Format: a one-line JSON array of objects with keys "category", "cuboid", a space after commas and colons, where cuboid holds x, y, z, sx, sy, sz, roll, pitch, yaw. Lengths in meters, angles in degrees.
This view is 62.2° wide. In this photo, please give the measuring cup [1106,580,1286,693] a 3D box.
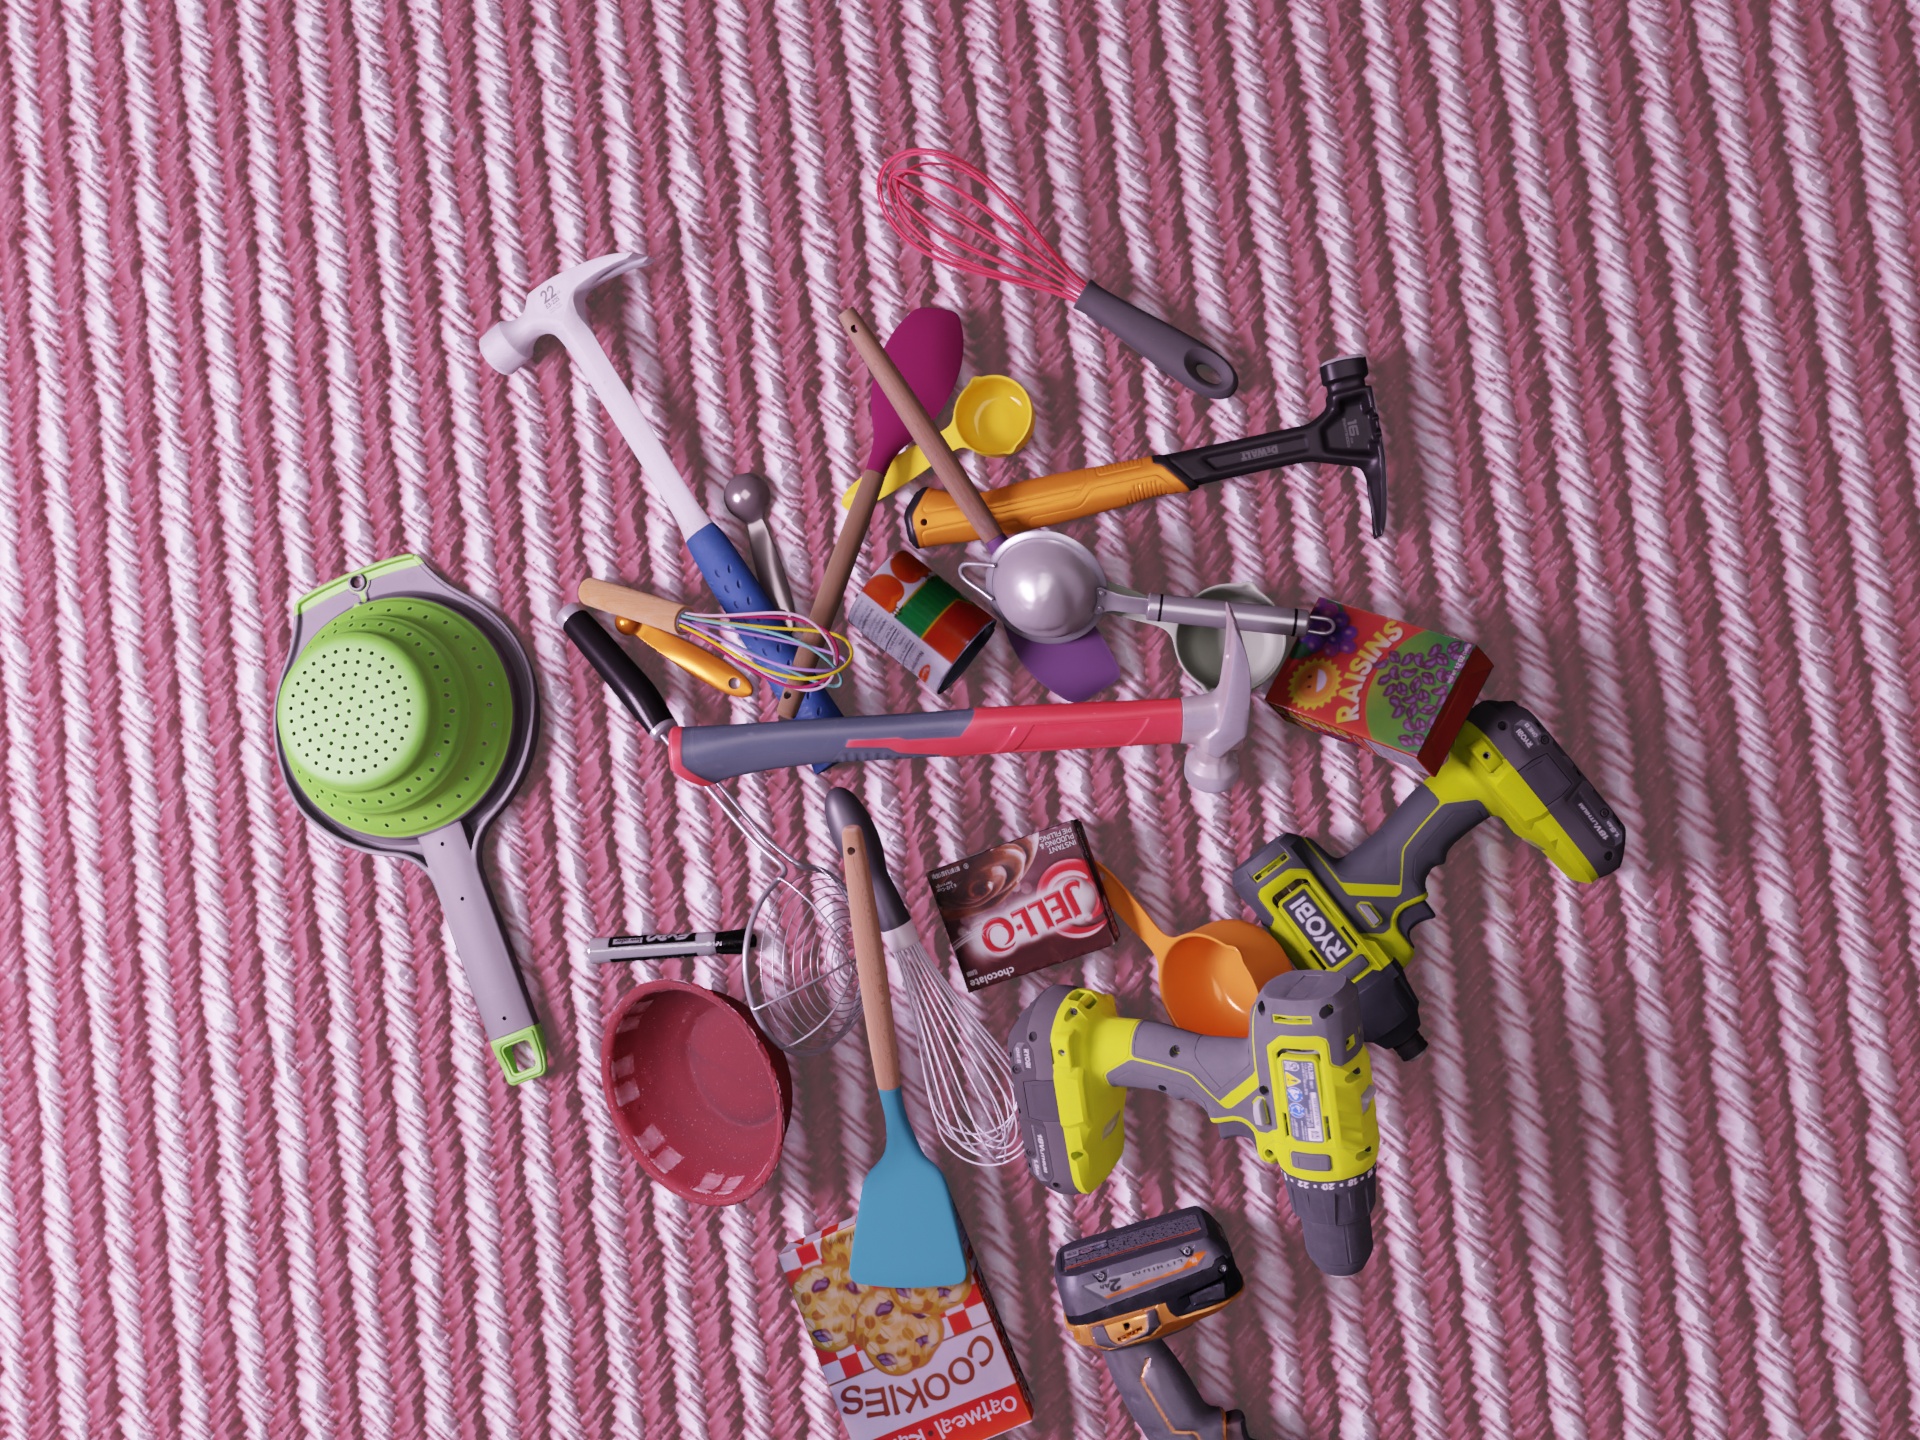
[{"category": "measuring cup", "cuboid": [0.146, -0.070, 1.115, 0.167, 0.038, 0.083, 20, 90, 14]}]

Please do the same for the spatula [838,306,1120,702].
[{"category": "spatula", "cuboid": [0.007, -0.147, 1.100, 0.060, 0.018, 0.316, -30, 101, 18]}]

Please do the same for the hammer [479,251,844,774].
[{"category": "hammer", "cuboid": [-0.188, -0.147, 1.137, 0.144, 0.035, 0.405, -33, 87, 19]}]

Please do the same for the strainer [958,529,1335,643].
[{"category": "strainer", "cuboid": [0.123, -0.078, 1.073, 0.258, 0.050, 0.086, 7, 124, 5]}]

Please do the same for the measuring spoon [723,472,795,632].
[{"category": "measuring spoon", "cuboid": [-0.143, -0.121, 1.150, 0.034, 0.018, 0.124, -18, 85, 4]}]

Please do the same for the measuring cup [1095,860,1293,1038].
[{"category": "measuring cup", "cuboid": [0.158, 0.151, 1.092, 0.174, 0.052, 0.095, 47, 134, 31]}]

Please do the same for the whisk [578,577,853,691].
[{"category": "whisk", "cuboid": [-0.172, -0.065, 1.102, 0.245, 0.051, 0.047, 17, 74, 32]}]

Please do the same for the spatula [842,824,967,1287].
[{"category": "spatula", "cuboid": [-0.051, 0.224, 1.054, 0.082, 0.044, 0.317, -4, 104, 13]}]

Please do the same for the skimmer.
[{"category": "skimmer", "cuboid": [-0.186, 0.070, 1.121, 0.363, 0.127, 0.090, 48, 122, 17]}]

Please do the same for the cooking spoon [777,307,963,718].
[{"category": "cooking spoon", "cuboid": [-0.068, -0.150, 1.118, 0.069, 0.017, 0.319, 14, 78, 27]}]

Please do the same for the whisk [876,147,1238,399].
[{"category": "whisk", "cuboid": [0.069, -0.311, 1.124, 0.296, 0.073, 0.073, 32, 90, 0]}]

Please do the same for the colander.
[{"category": "colander", "cuboid": [-0.383, 0.072, 1.124, 0.204, 0.094, 0.397, -22, 85, 4]}]

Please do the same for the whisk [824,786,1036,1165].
[{"category": "whisk", "cuboid": [-0.028, 0.175, 1.079, 0.070, 0.070, 0.284, -24, 95, 4]}]

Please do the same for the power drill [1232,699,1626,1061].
[{"category": "power drill", "cuboid": [0.320, 0.107, 1.069, 0.223, 0.080, 0.171, -38, 84, 6]}]

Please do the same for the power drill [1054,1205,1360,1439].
[{"category": "power drill", "cuboid": [0.172, 0.448, 1.063, 0.185, 0.084, 0.226, -17, 89, 2]}]

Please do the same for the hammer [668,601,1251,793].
[{"category": "hammer", "cuboid": [-0.002, -0.003, 1.059, 0.386, 0.038, 0.143, -3, 131, -1]}]

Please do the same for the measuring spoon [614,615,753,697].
[{"category": "measuring spoon", "cuboid": [-0.202, -0.048, 1.155, 0.117, 0.011, 0.021, 30, 90, 6]}]

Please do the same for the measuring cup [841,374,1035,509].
[{"category": "measuring cup", "cuboid": [-0.016, -0.192, 1.144, 0.156, 0.029, 0.062, -28, 82, 15]}]

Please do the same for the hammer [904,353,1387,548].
[{"category": "hammer", "cuboid": [0.127, -0.161, 1.117, 0.337, 0.034, 0.127, -11, 92, 6]}]

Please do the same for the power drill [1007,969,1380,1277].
[{"category": "power drill", "cuboid": [0.156, 0.256, 1.023, 0.228, 0.080, 0.190, -3, 103, 31]}]
